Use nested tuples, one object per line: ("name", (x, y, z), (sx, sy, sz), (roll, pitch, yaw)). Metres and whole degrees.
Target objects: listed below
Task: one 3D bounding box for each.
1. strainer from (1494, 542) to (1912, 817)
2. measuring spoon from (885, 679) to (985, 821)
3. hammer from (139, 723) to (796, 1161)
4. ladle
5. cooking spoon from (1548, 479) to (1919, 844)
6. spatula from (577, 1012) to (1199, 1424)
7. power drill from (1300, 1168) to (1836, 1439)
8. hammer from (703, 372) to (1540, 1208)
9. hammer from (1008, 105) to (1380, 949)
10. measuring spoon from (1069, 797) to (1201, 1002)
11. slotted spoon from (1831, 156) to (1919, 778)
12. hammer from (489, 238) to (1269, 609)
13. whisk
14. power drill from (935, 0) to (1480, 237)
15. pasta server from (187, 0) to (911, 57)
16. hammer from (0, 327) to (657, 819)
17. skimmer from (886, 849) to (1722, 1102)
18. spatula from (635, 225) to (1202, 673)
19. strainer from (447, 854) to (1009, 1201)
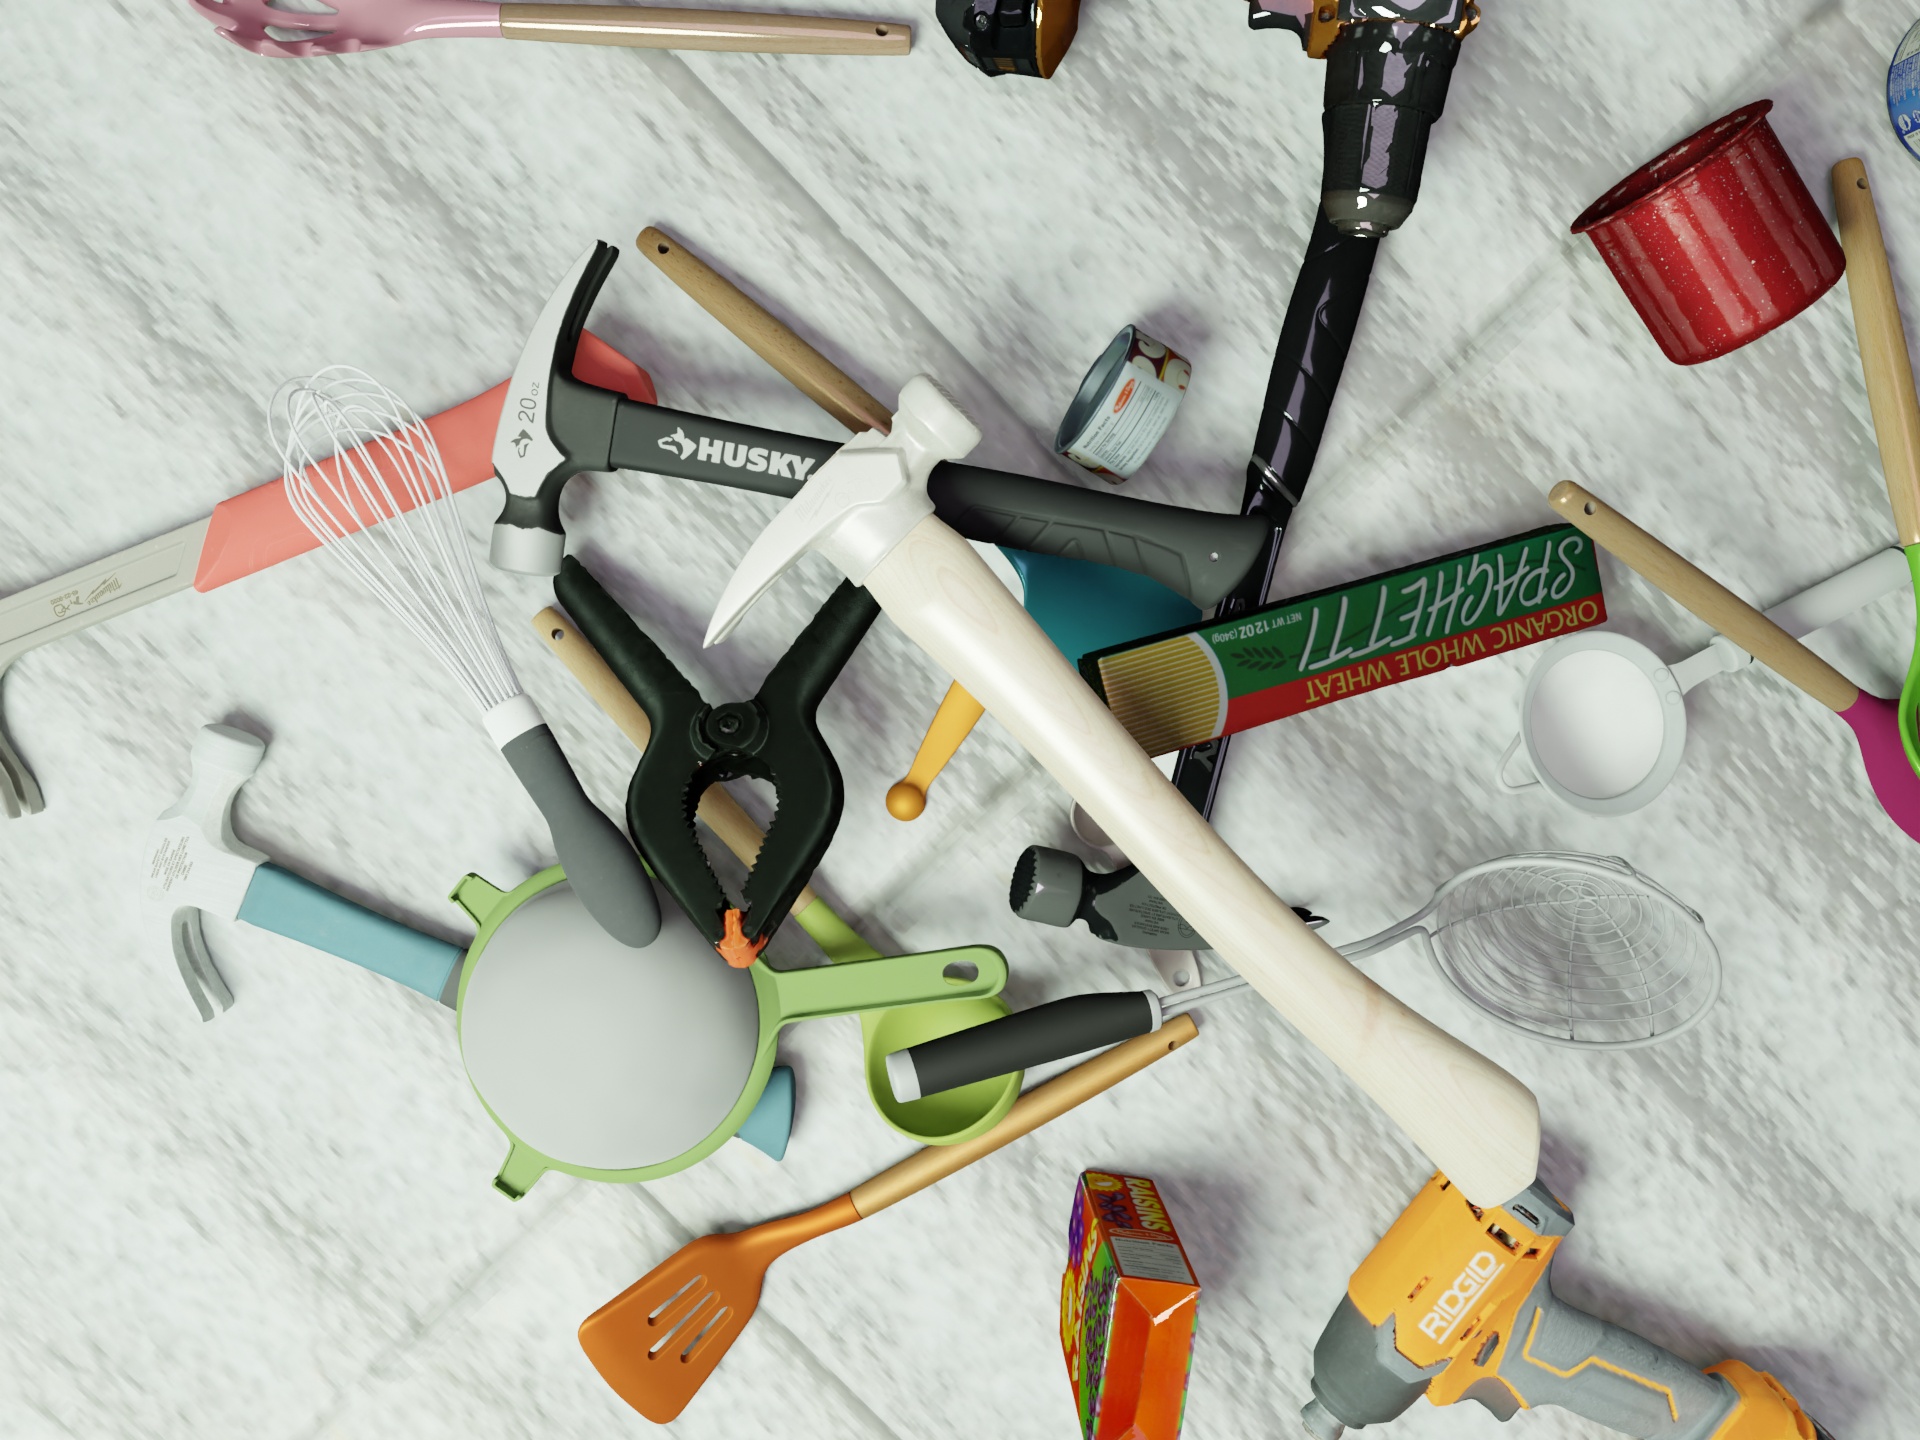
("strainer", (0.355, -0.028, 0.749), (0.258, 0.050, 0.087), (-26, 92, -4))
("measuring spoon", (-0.001, -0.002, 0.758), (0.021, 0.011, 0.117), (31, 93, -3))
("hammer", (-0.228, 0.125, 0.754), (0.331, 0.033, 0.128), (24, 93, -3))
("ladle", (-0.090, 0.068, 0.742), (0.078, 0.062, 0.320), (-42, 92, -7))
("cooking spoon", (0.388, -0.022, 0.729), (0.318, 0.017, 0.069), (30, 92, -17))
("spatula", (-0.026, 0.227, 0.762), (0.322, 0.041, 0.081), (-29, 118, 0))
("power drill", (0.283, 0.328, 0.759), (0.226, 0.084, 0.164), (38, 94, 0))
("hammer", (0.077, 0.052, 0.662), (0.146, 0.038, 0.410), (-44, 90, 11))
("hammer", (0.145, -0.089, 0.736), (0.149, 0.036, 0.409), (15, 92, -14))
("measuring spoon", (0.086, 0.083, 0.768), (0.034, 0.018, 0.124), (-27, 102, -8))
("slotted spoon", (0.439, -0.107, 0.732), (0.070, 0.031, 0.314), (-8, 86, -13))
("hammer", (-0.033, -0.108, 0.692), (0.335, 0.035, 0.146), (11, 100, 1))
("whisk", (-0.206, -0.026, 0.672), (0.070, 0.070, 0.284), (-32, 87, 2))
("power drill", (0.107, -0.312, 0.683), (0.226, 0.084, 0.185), (8, 101, 7))
("pasta server", (-0.180, -0.318, 0.716), (0.316, 0.040, 0.060), (2, 84, -2))
("hammer", (-0.308, -0.084, 0.734), (0.359, 0.037, 0.149), (-21, 95, 1))
("skimmer", (0.152, 0.135, 0.707), (0.363, 0.090, 0.127), (-13, 135, -10))
("spatula", (-0.027, -0.122, 0.742), (0.317, 0.044, 0.082), (40, 86, 1))
("strainer", (-0.107, 0.129, 0.693), (0.256, 0.069, 0.151), (-8, 90, 6))
